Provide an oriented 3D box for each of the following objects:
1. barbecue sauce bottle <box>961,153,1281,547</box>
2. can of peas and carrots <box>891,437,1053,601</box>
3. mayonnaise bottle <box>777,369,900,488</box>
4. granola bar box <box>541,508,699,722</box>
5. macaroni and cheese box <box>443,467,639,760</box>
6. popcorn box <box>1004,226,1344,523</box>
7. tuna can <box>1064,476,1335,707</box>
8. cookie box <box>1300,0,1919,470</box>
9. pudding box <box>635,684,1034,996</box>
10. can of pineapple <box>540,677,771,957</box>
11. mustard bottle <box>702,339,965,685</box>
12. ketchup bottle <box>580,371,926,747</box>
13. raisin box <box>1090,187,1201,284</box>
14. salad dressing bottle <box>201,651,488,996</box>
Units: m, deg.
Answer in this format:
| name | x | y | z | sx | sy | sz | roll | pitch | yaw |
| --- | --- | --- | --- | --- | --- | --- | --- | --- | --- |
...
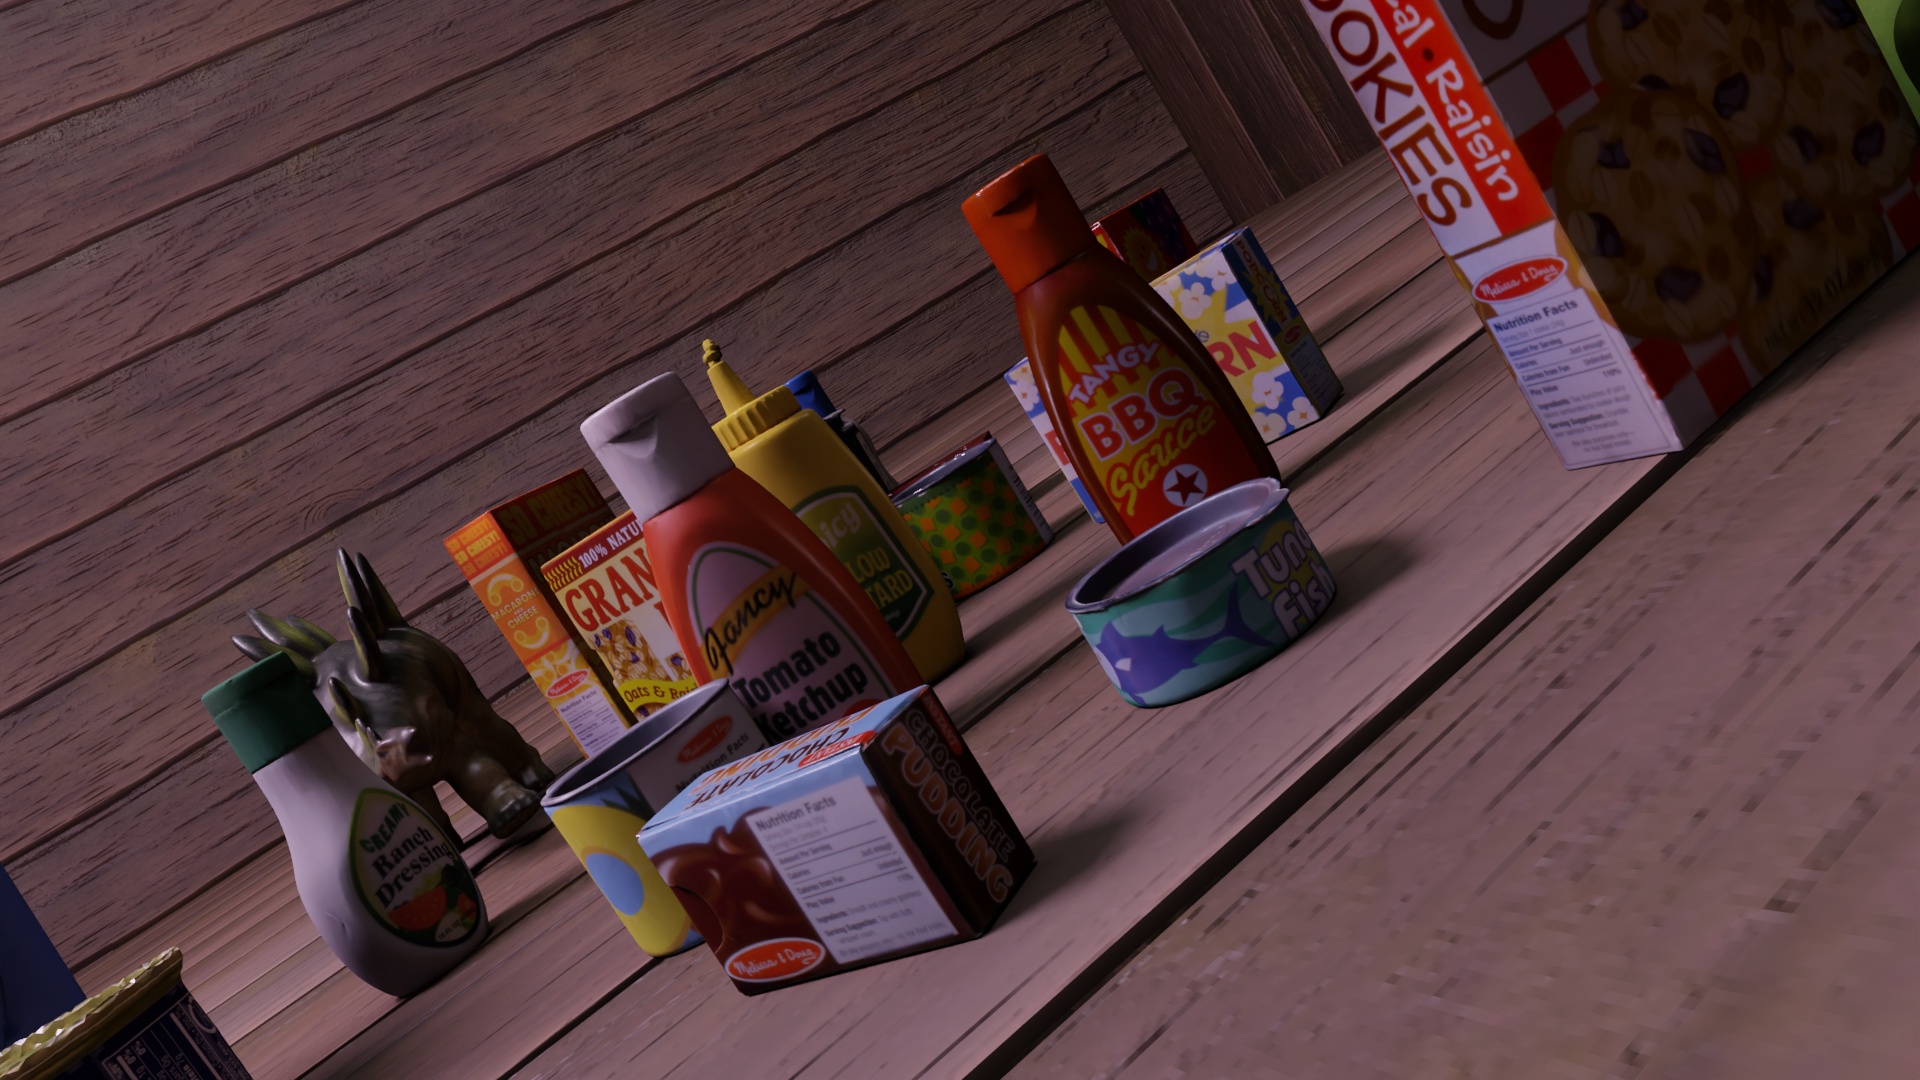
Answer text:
| name | x | y | z | sx | sy | sz | roll | pitch | yaw |
| --- | --- | --- | --- | --- | --- | --- | --- | --- | --- |
| barbecue sauce bottle | 0.054 | -0.067 | 0.504 | 0.065 | 0.148 | 0.044 | -31 | 7 | 12 |
| can of peas and carrots | 0.002 | -0.009 | 0.695 | 0.071 | 0.058 | 0.071 | -32 | 7 | 4 |
| mayonnaise bottle | -0.084 | -0.051 | 1.003 | 0.065 | 0.148 | 0.041 | -35 | 7 | -22 |
| granola bar box | -0.131 | 0.035 | 0.699 | 0.165 | 0.124 | 0.039 | -25 | 9 | 45 |
| macaroni and cheese box | -0.222 | 0.047 | 0.836 | 0.040 | 0.166 | 0.124 | -30 | 7 | 16 |
| popcorn box | 0.093 | -0.071 | 0.625 | 0.126 | 0.085 | 0.038 | -27 | 8 | 37 |
| tuna can | 0.066 | 0.013 | 0.372 | 0.071 | 0.033 | 0.071 | -31 | 7 | 4 |
| cookie box | 0.159 | -0.121 | 0.343 | 0.123 | 0.167 | 0.040 | -34 | 7 | -20 |
| pudding box | -0.031 | 0.071 | 0.320 | 0.083 | 0.049 | 0.030 | -27 | 8 | 37 |
| can of pineapple | -0.085 | 0.084 | 0.426 | 0.071 | 0.058 | 0.071 | -32 | 7 | 4 |
| mustard bottle | -0.060 | -0.009 | 0.548 | 0.065 | 0.160 | 0.049 | -34 | 7 | -13 |
| ketchup bottle | -0.070 | 0.016 | 0.460 | 0.065 | 0.148 | 0.043 | -32 | 6 | 4 |
| raisin box | 0.113 | -0.127 | 0.775 | 0.040 | 0.123 | 0.086 | -27 | 9 | 41 |
| salad dressing bottle | -0.256 | 0.117 | 0.576 | 0.044 | 0.147 | 0.064 | -29 | 7 | 25 |
